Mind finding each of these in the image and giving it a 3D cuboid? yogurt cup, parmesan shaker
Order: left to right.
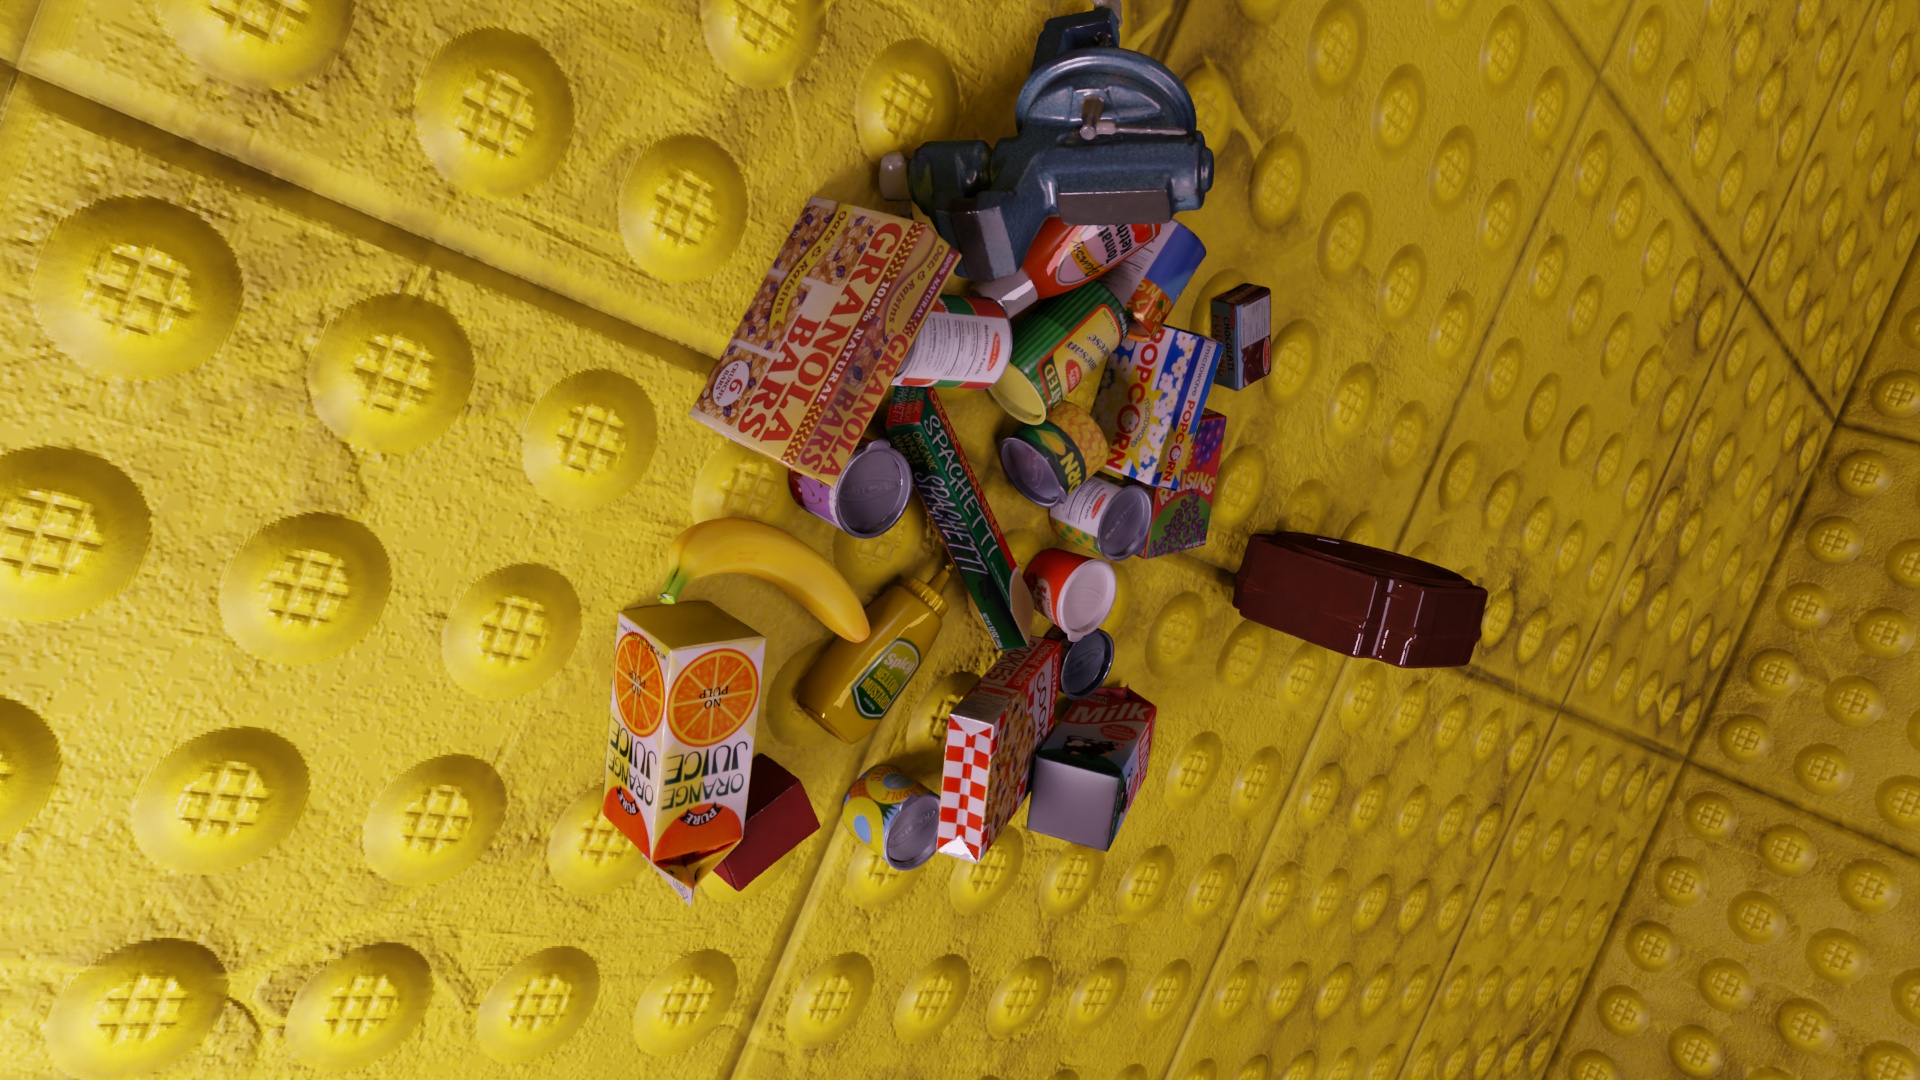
[{"bbox_3d":[0.071,-0.147,1.051,0.103,0.071,0.071,-45,133,-20],"label":"parmesan shaker"},{"bbox_3d":[0.089,0.040,1.161,0.073,0.054,0.072,-20,121,-37],"label":"yogurt cup"}]

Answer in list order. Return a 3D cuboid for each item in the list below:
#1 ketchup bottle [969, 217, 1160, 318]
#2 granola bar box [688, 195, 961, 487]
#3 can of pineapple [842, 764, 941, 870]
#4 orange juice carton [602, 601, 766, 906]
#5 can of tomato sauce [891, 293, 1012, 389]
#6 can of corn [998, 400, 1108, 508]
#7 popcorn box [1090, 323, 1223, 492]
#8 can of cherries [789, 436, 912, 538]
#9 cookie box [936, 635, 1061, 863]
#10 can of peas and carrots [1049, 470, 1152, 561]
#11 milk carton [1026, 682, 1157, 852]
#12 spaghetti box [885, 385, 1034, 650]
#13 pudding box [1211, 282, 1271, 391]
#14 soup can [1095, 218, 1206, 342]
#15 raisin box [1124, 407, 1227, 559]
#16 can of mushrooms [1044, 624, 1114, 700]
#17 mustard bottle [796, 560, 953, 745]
[{"bbox_3d":[0.076,-0.213,1.023,0.149,0.044,0.064,-35,137,-7],"label":"ketchup bottle"},{"bbox_3d":[-0.086,-0.127,0.869,0.039,0.124,0.165,32,85,-45],"label":"granola bar box"},{"bbox_3d":[-0.051,0.218,1.104,0.071,0.058,0.070,-20,121,-37],"label":"can of pineapple"},{"bbox_3d":[-0.189,0.144,0.931,0.073,0.072,0.192,-6,112,-41],"label":"orange juice carton"},{"bbox_3d":[-0.018,-0.140,0.971,0.083,0.071,0.071,-3,110,-39],"label":"can of tomato sauce"},{"bbox_3d":[0.075,-0.067,1.089,0.058,0.071,0.071,-40,131,-25],"label":"can of corn"},{"bbox_3d":[0.155,-0.113,1.133,0.038,0.085,0.126,8,103,-44],"label":"popcorn box"},{"bbox_3d":[-0.076,-0.044,0.964,0.072,0.058,0.071,-19,120,-36],"label":"can of cherries"},{"bbox_3d":[0.035,0.164,1.126,0.168,0.040,0.122,-39,138,-61],"label":"cookie box"},{"bbox_3d":[0.118,-0.022,1.159,0.071,0.059,0.070,-20,122,-37],"label":"can of peas and carrots"},{"bbox_3d":[0.122,0.189,1.218,0.191,0.073,0.072,-38,137,-65],"label":"milk carton"},{"bbox_3d":[0.004,-0.013,1.059,0.050,0.028,0.249,-79,152,-44],"label":"spaghetti box"},{"bbox_3d":[0.250,-0.181,1.234,0.050,0.030,0.083,-30,126,-33],"label":"pudding box"},{"bbox_3d":[0.146,-0.207,1.097,0.071,0.071,0.084,38,82,-46],"label":"soup can"},{"bbox_3d":[0.186,-0.052,1.224,0.086,0.040,0.123,-12,117,-39],"label":"raisin box"},{"bbox_3d":[0.100,0.101,1.215,0.071,0.033,0.070,-20,121,-36],"label":"can of mushrooms"},{"bbox_3d":[-0.054,0.076,1.045,0.160,0.049,0.065,-52,137,-13],"label":"mustard bottle"}]
